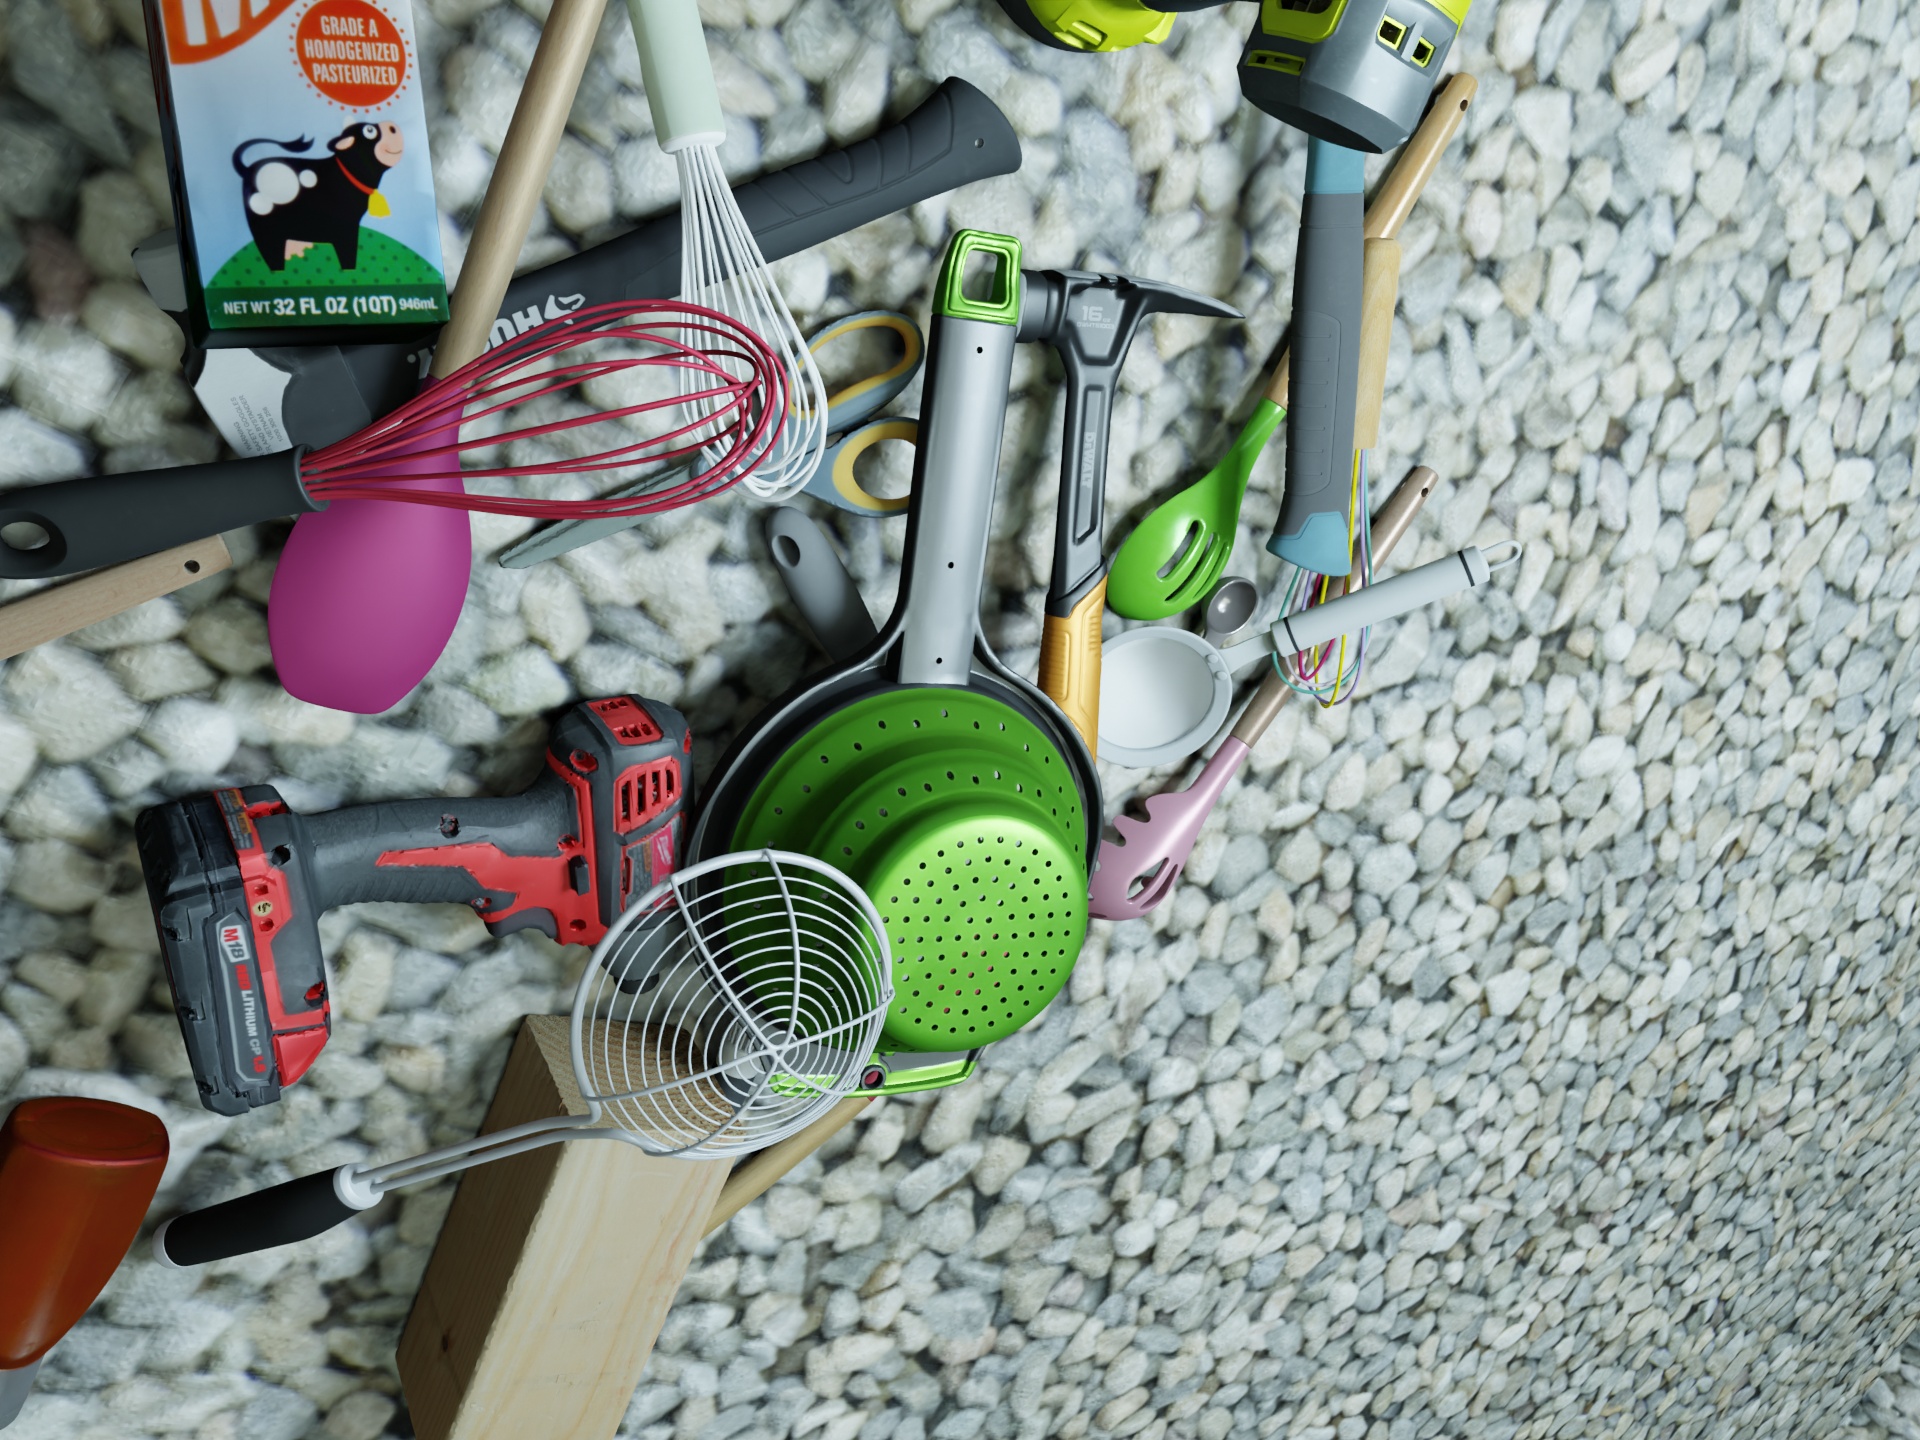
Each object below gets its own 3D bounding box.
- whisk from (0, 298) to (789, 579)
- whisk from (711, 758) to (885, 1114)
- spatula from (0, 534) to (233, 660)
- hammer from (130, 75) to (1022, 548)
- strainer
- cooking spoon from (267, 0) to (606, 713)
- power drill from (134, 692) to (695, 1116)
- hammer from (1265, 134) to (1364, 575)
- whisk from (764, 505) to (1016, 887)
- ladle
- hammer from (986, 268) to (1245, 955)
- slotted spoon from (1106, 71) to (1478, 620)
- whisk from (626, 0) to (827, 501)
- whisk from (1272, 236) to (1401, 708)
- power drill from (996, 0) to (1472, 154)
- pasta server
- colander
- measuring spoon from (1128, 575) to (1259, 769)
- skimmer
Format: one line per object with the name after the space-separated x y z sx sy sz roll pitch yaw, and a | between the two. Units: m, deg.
-0.202 -0.087 0.540 0.296 0.073 0.073 -10 125 5 | whisk
-0.099 0.141 0.797 0.070 0.070 0.284 7 116 -35 | whisk
-0.408 0.002 0.546 0.316 0.018 0.059 -26 124 -16 | spatula
-0.122 -0.171 0.619 0.335 0.035 0.146 -27 126 -17 | hammer
0.158 -0.040 0.812 0.258 0.050 0.086 -21 123 16 | strainer
-0.174 -0.145 0.566 0.068 0.017 0.319 15 106 -35 | cooking spoon
-0.216 0.077 0.674 0.219 0.079 0.143 -14 122 -29 | power drill
0.168 -0.227 0.727 0.128 0.033 0.330 -7 111 -16 | hammer
-0.035 -0.004 0.762 0.055 0.055 0.238 -35 124 -11 | whisk
-0.075 0.218 0.871 0.315 0.031 0.069 -38 129 -7 | ladle
0.060 -0.041 0.768 0.127 0.034 0.336 -4 107 -30 | hammer
0.171 -0.183 0.801 0.070 0.031 0.314 24 100 -44 | slotted spoon
-0.095 -0.200 0.574 0.058 0.059 0.246 -31 112 -59 | whisk
0.197 -0.121 0.817 0.047 0.051 0.244 -37 134 -56 | whisk
0.108 -0.307 0.564 0.080 0.223 0.171 11 109 -36 | power drill
0.168 -0.013 0.895 0.060 0.040 0.316 35 90 -40 | pasta server
-0.001 -0.002 0.675 0.204 0.095 0.397 1 105 -24 | colander
0.121 -0.027 0.867 0.034 0.018 0.124 14 114 -39 | measuring spoon
-0.195 0.155 0.658 0.363 0.090 0.127 -22 125 25 | skimmer
